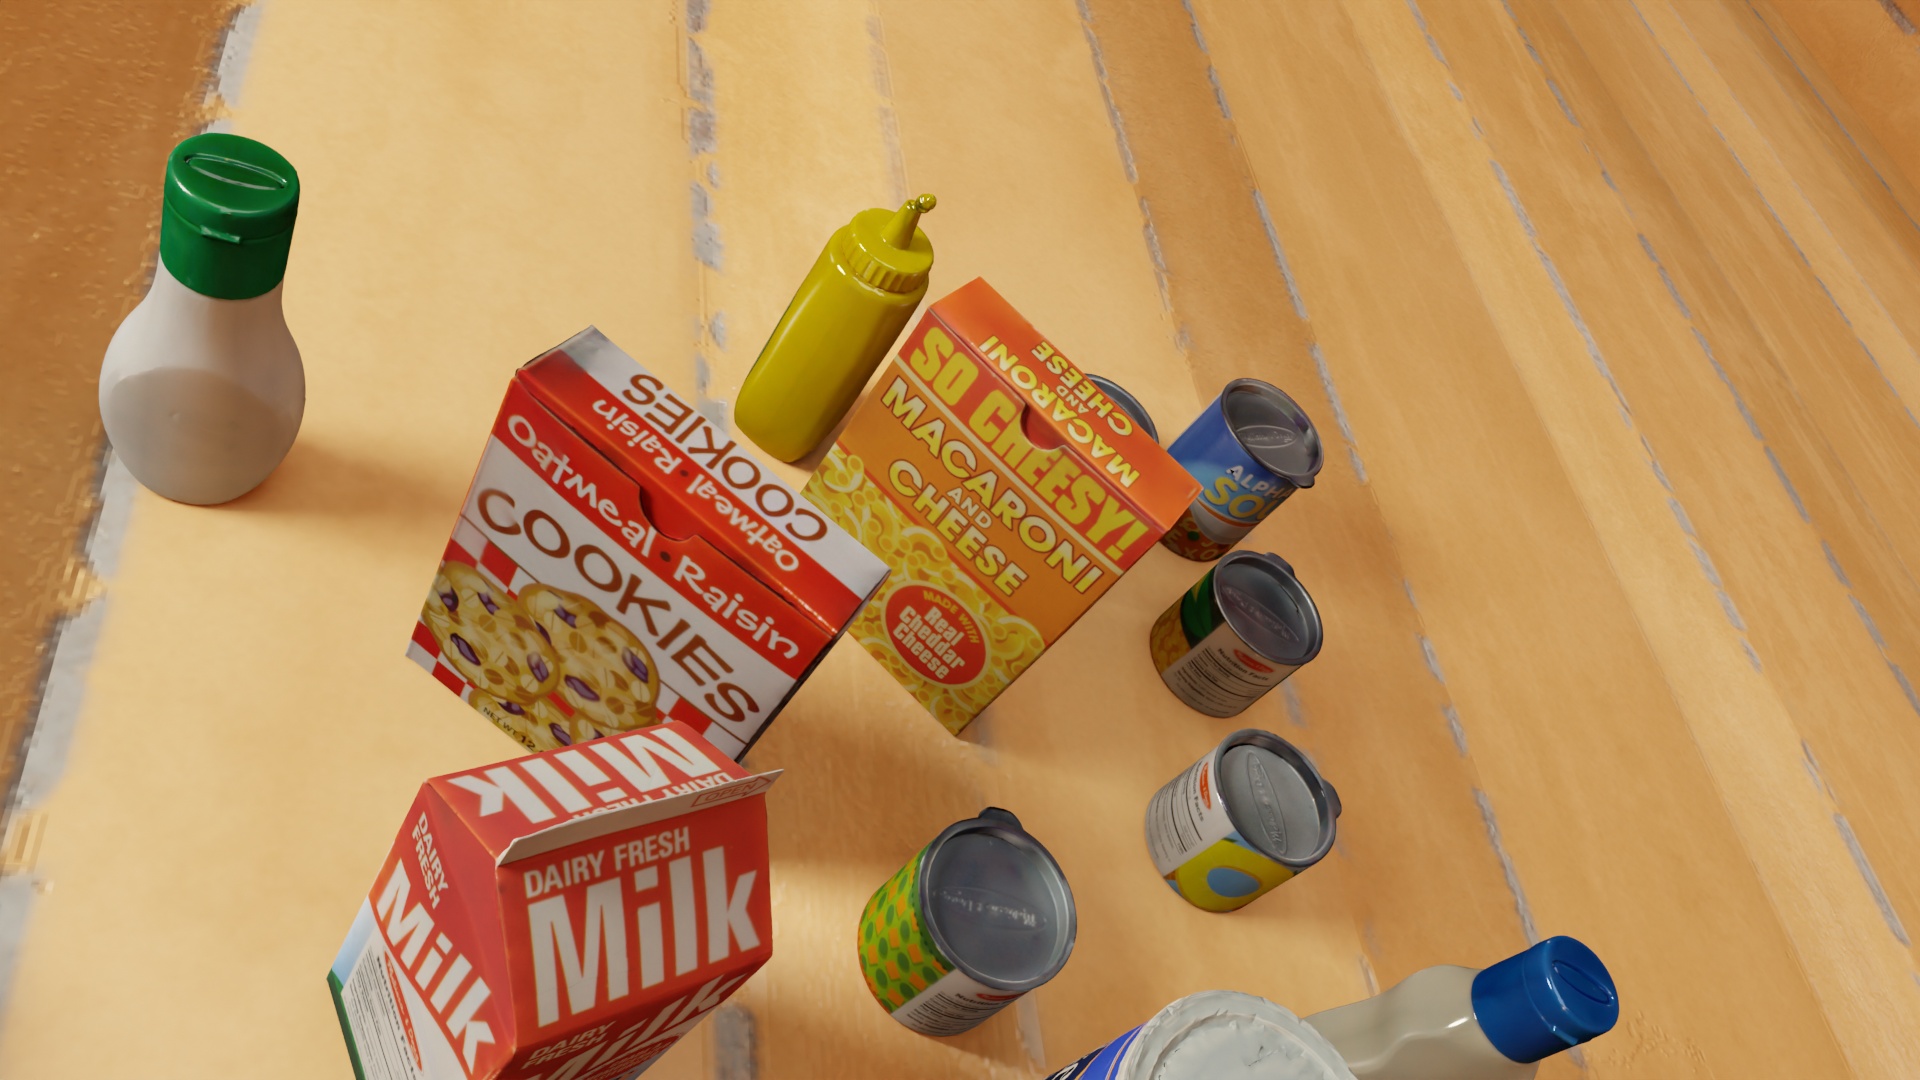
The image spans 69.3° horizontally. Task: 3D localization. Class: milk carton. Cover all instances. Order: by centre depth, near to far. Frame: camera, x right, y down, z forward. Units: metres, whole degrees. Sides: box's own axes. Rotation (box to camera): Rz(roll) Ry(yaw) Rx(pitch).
[{"bbox_3d":[-0.115,0.112,0.386,0.072,0.189,0.073,-10,63,-39],"label":"milk carton"}]

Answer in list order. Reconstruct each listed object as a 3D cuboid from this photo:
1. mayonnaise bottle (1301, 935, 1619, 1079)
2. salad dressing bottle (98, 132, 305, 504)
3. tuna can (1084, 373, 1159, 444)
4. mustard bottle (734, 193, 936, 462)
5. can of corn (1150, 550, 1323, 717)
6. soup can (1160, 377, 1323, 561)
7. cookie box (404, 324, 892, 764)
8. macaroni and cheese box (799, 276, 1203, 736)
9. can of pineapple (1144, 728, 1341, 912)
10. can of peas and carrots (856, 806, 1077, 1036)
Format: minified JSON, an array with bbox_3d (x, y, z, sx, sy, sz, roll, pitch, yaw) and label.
[{"bbox_3d":[0.191,0.199,0.551,0.065,0.147,0.041,33,44,-8],"label":"mayonnaise bottle"},{"bbox_3d":[-0.252,-0.071,0.470,0.064,0.147,0.044,12,50,-26],"label":"salad dressing bottle"},{"bbox_3d":[0.070,-0.055,0.757,0.071,0.032,0.071,18,48,-21],"label":"tuna can"},{"bbox_3d":[-0.050,-0.101,0.621,0.049,0.159,0.066,36,44,-4],"label":"mustard bottle"},{"bbox_3d":[0.139,0.046,0.703,0.071,0.058,0.071,18,48,-21],"label":"can of corn"},{"bbox_3d":[0.146,-0.035,0.754,0.071,0.083,0.072,18,48,-21],"label":"soup can"},{"bbox_3d":[-0.113,0.026,0.472,0.123,0.166,0.040,39,44,-1],"label":"cookie box"},{"bbox_3d":[0.002,-0.007,0.576,0.124,0.165,0.040,44,44,4],"label":"macaroni and cheese box"},{"bbox_3d":[0.127,0.128,0.630,0.071,0.057,0.071,18,48,-21],"label":"can of pineapple"},{"bbox_3d":[0.001,0.146,0.531,0.071,0.058,0.071,18,48,-21],"label":"can of peas and carrots"}]
